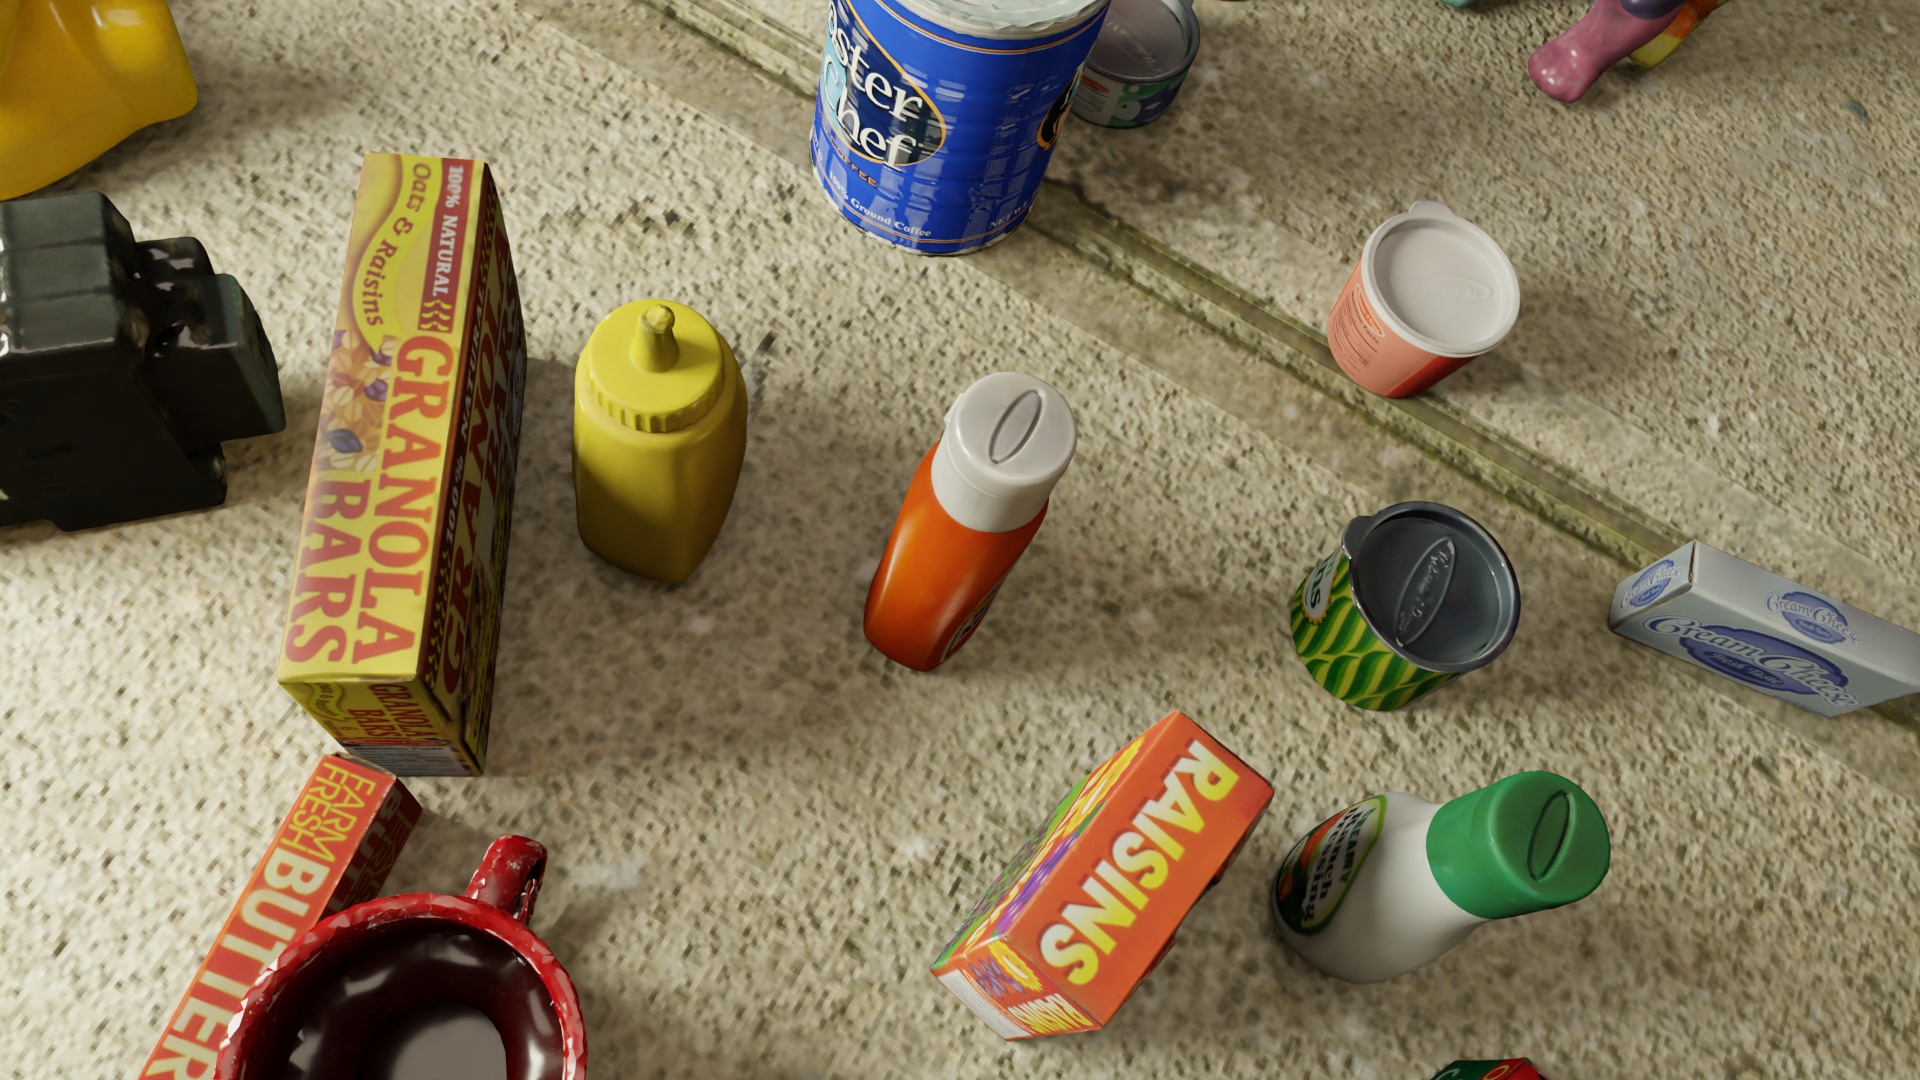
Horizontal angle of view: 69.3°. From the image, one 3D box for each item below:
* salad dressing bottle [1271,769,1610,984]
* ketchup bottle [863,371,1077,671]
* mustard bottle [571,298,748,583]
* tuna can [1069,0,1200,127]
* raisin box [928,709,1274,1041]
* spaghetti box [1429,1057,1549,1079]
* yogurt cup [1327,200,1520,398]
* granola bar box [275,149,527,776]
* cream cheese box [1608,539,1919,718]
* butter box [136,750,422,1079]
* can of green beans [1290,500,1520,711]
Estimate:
[{"bbox_3d":[0.147,0.106,0.441,0.044,0.147,0.064,32,66,2],"label":"salad dressing bottle"},{"bbox_3d":[0.002,-0.006,0.457,0.043,0.148,0.065,31,66,2],"label":"ketchup bottle"},{"bbox_3d":[-0.096,-0.037,0.444,0.049,0.159,0.065,21,66,-3],"label":"mustard bottle"},{"bbox_3d":[0.073,-0.222,0.623,0.071,0.032,0.071,4,68,-10],"label":"tuna can"},{"bbox_3d":[0.039,0.109,0.432,0.040,0.123,0.086,41,67,6],"label":"raisin box"},{"bbox_3d":[0.087,0.240,0.428,0.251,0.050,0.029,-28,76,-20],"label":"spaghetti box"},{"bbox_3d":[0.190,-0.096,0.583,0.072,0.053,0.072,4,68,-10],"label":"yogurt cup"},{"bbox_3d":[-0.169,-0.018,0.442,0.039,0.123,0.166,3,68,-10],"label":"granola bar box"},{"bbox_3d":[0.322,0.037,0.556,0.104,0.053,0.024,23,66,-2],"label":"cream cheese box"},{"bbox_3d":[-0.201,0.118,0.418,0.024,0.053,0.104,22,66,-2],"label":"butter box"},{"bbox_3d":[0.167,0.026,0.527,0.071,0.057,0.071,4,68,-10],"label":"can of green beans"}]
